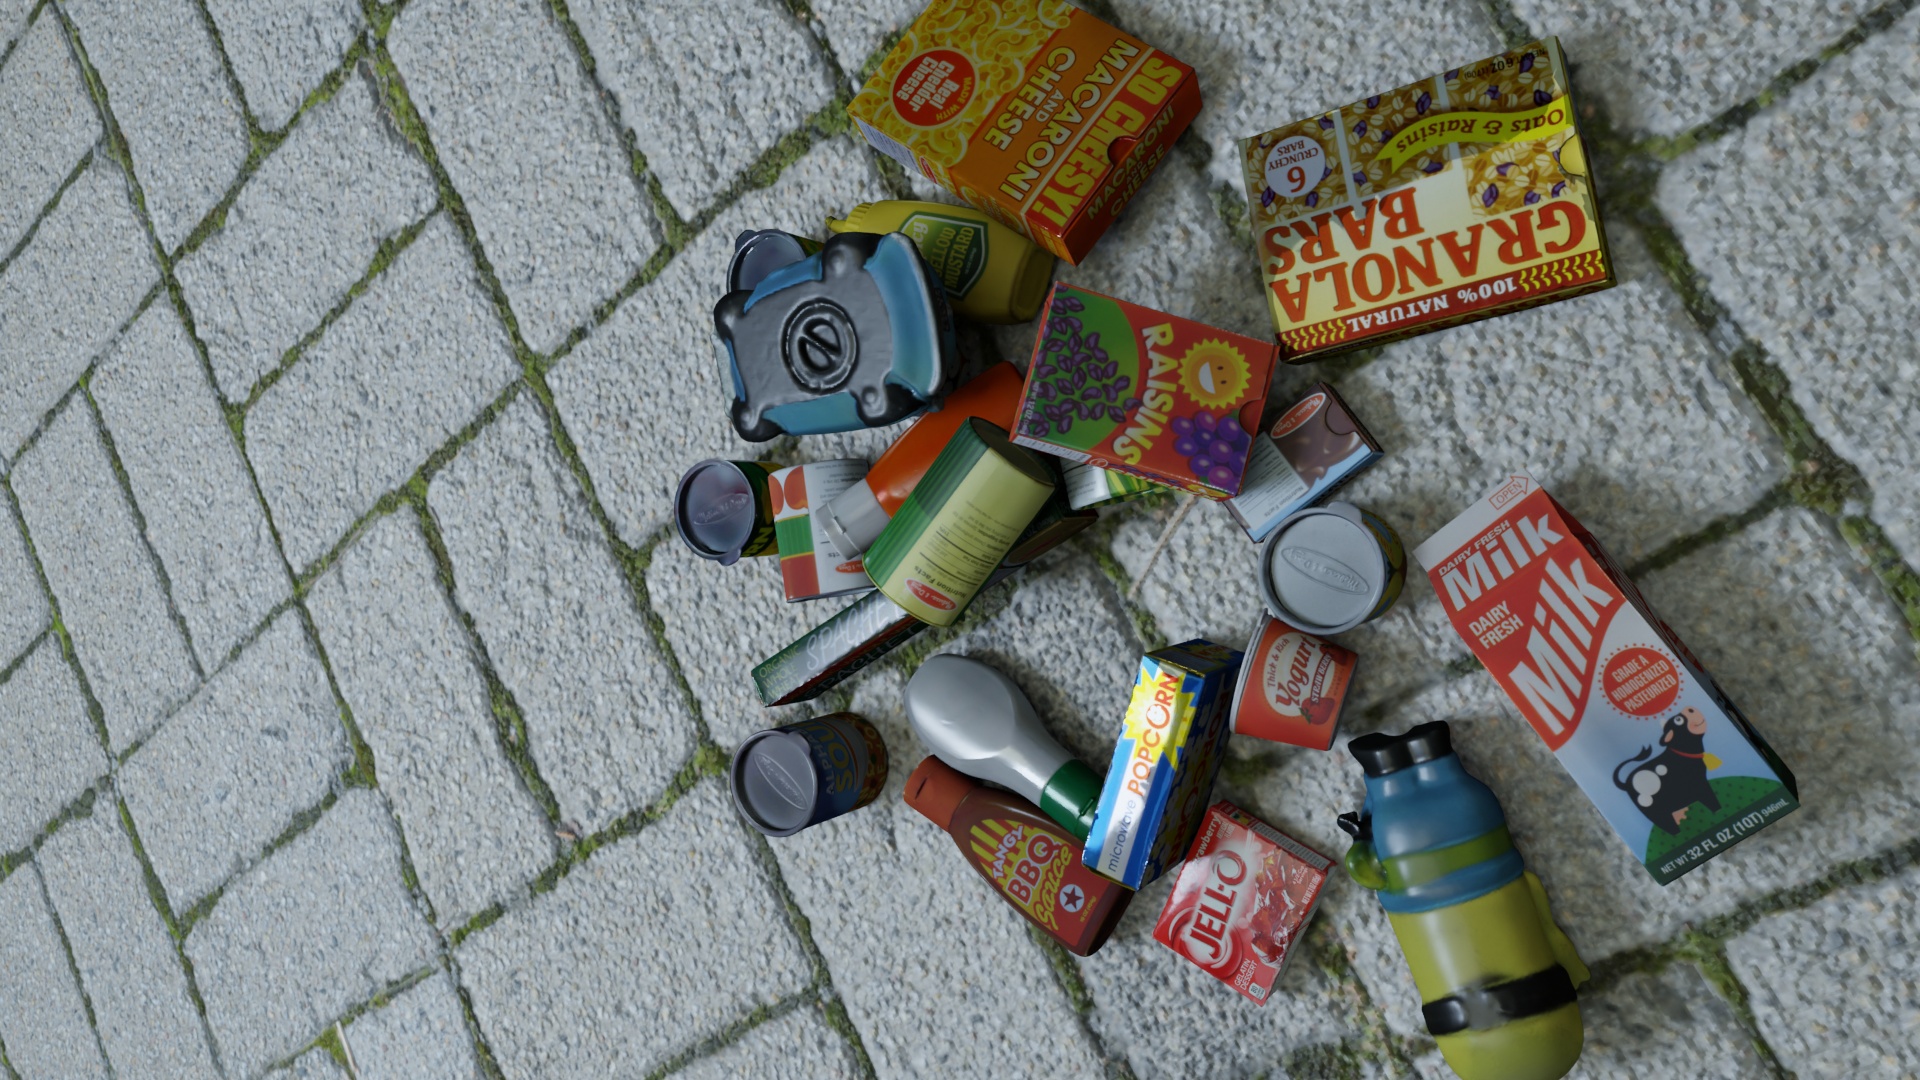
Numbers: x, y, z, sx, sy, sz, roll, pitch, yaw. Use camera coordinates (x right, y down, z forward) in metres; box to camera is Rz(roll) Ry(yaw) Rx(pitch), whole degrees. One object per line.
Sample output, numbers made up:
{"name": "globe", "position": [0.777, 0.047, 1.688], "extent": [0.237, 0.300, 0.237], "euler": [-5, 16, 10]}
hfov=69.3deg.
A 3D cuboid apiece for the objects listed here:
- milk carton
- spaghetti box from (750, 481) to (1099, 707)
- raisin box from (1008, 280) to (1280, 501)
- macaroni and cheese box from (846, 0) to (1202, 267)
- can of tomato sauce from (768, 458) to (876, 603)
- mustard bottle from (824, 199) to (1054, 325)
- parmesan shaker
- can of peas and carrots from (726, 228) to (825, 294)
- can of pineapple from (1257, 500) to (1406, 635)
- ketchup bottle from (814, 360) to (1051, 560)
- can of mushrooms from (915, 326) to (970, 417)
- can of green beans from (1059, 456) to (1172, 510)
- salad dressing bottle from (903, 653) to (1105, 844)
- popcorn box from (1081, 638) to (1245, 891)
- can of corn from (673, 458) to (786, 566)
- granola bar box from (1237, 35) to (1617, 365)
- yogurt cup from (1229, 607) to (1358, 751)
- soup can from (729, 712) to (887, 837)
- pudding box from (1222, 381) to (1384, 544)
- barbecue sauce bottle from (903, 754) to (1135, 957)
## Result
{"name": "milk carton", "position": [0.305, 0.060, 0.669], "extent": [0.072, 0.073, 0.191], "euler": [-42, 72, 23]}
{"name": "spaghetti box", "position": [-0.028, 0.037, 0.864], "extent": [0.249, 0.050, 0.029], "euler": [-33, 75, 26]}
{"name": "raisin box", "position": [0.096, -0.078, 0.737], "extent": [0.123, 0.040, 0.086], "euler": [16, 83, -3]}
{"name": "macaroni and cheese box", "position": [0.035, -0.251, 0.803], "extent": [0.167, 0.040, 0.124], "euler": [36, 86, 23]}
{"name": "can of tomato sauce", "position": [-0.086, -0.006, 0.886], "extent": [0.071, 0.071, 0.083], "euler": [-11, 86, 29]}
{"name": "mustard bottle", "position": [-0.023, -0.178, 0.855], "extent": [0.160, 0.049, 0.065], "euler": [20, 96, 27]}
{"name": "parmesan shaker", "position": [0.003, -0.010, 0.781], "extent": [0.071, 0.071, 0.102], "euler": [44, 108, 20]}
{"name": "can of peas and carrots", "position": [-0.109, -0.165, 0.897], "extent": [0.071, 0.059, 0.071], "euler": [1, 91, 29]}
{"name": "can of pineapple", "position": [0.199, 0.013, 0.734], "extent": [0.071, 0.058, 0.071], "euler": [1, 92, 28]}
{"name": "ketchup bottle", "position": [-0.016, -0.043, 0.829], "extent": [0.149, 0.043, 0.065], "euler": [-33, 82, 2]}
{"name": "can of mushrooms", "position": [-0.030, -0.112, 0.870], "extent": [0.071, 0.033, 0.071], "euler": [1, 93, 29]}
{"name": "can of green beans", "position": [0.089, -0.052, 0.788], "extent": [0.071, 0.071, 0.058], "euler": [-15, 85, 28]}
{"name": "salad dressing bottle", "position": [0.032, 0.124, 0.828], "extent": [0.148, 0.044, 0.064], "euler": [35, 85, 29]}
{"name": "popcorn box", "position": [0.115, 0.121, 0.768], "extent": [0.038, 0.085, 0.126], "euler": [21, 102, 28]}
{"name": "can of corn", "position": [-0.145, -0.019, 0.921], "extent": [0.071, 0.058, 0.071], "euler": [1, 92, 29]}
{"name": "granola bar box", "position": [0.237, -0.170, 0.719], "extent": [0.165, 0.039, 0.124], "euler": [-12, 86, 29]}
{"name": "yogurt cup", "position": [0.180, 0.079, 0.745], "extent": [0.054, 0.072, 0.072], "euler": [17, 100, 19]}
{"name": "soup can", "position": [-0.093, 0.145, 0.883], "extent": [0.071, 0.084, 0.071], "euler": [1, 93, 28]}
{"name": "pudding box", "position": [0.182, -0.041, 0.758], "extent": [0.083, 0.030, 0.050], "euler": [-41, 72, 23]}
{"name": "barbecue sauce bottle", "position": [0.033, 0.183, 0.838], "extent": [0.149, 0.044, 0.064], "euler": [31, 99, 25]}
